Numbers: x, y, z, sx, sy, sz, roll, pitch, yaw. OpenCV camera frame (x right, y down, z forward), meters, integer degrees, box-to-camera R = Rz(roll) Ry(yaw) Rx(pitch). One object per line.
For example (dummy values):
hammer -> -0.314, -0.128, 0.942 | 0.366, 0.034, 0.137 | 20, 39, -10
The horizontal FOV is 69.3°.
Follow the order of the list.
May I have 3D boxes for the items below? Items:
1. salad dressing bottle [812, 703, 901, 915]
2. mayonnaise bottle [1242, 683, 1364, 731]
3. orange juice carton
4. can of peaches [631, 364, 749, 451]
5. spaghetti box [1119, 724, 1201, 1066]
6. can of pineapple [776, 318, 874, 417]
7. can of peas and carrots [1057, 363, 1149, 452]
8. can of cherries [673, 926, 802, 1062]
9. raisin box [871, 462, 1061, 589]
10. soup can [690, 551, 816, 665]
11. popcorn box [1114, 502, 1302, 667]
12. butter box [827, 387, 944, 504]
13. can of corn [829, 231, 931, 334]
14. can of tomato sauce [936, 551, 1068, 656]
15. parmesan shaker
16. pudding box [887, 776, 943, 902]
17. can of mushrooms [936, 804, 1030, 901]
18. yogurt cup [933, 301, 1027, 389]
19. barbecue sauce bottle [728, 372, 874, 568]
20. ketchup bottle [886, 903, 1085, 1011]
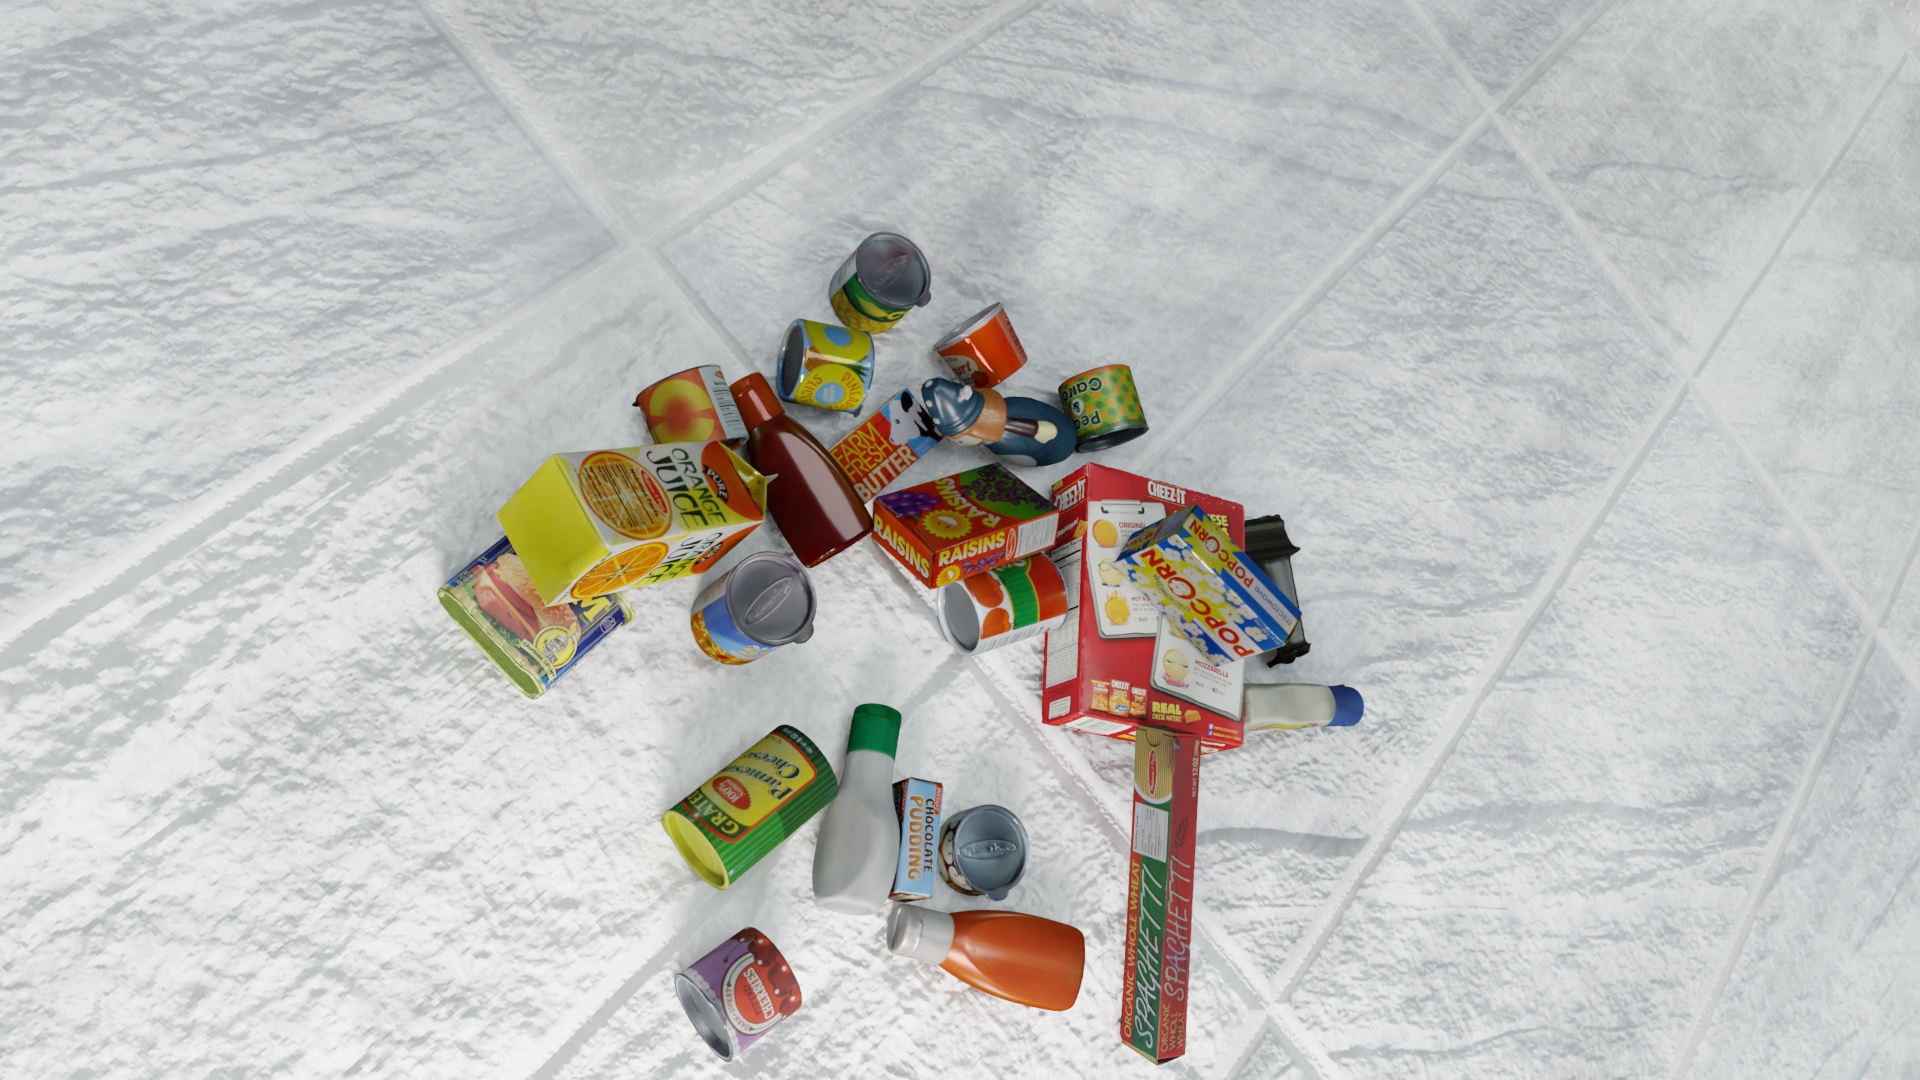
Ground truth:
salad dressing bottle -> -0.070, 0.191, 1.000 | 0.044, 0.064, 0.148 | 37, 50, -41
mayonnaise bottle -> 0.287, 0.145, 1.209 | 0.148, 0.064, 0.041 | 4, 76, -32
orange juice carton -> -0.205, -0.018, 0.939 | 0.193, 0.071, 0.073 | -13, 69, -58
can of peaches -> -0.197, -0.088, 1.015 | 0.071, 0.071, 0.058 | -22, 86, -32
spaghetti box -> 0.152, 0.268, 1.062 | 0.029, 0.050, 0.250 | 3, 90, -30
can of pineapple -> -0.105, -0.134, 1.077 | 0.058, 0.070, 0.071 | 7, 71, -26
can of peas and carrots -> 0.121, -0.113, 1.195 | 0.071, 0.070, 0.059 | -10, 79, -31
can of cherries -> -0.145, 0.298, 0.915 | 0.058, 0.071, 0.071 | -29, 90, -33
raisin box -> 0.004, -0.014, 1.089 | 0.124, 0.039, 0.086 | -18, 41, -31
soup can -> -0.146, 0.052, 0.986 | 0.071, 0.083, 0.071 | 9, 71, -26
popcorn box -> 0.194, 0.038, 1.092 | 0.126, 0.085, 0.038 | 45, 58, -9
butter box -> -0.064, -0.072, 1.105 | 0.053, 0.024, 0.104 | 50, 58, -6
can of corn -> -0.064, -0.206, 1.128 | 0.071, 0.058, 0.071 | 9, 70, -26
can of tomato sauce -> 0.032, 0.048, 1.095 | 0.083, 0.071, 0.071 | -15, 82, -31
parmesan shaker -> -0.145, 0.180, 0.958 | 0.103, 0.071, 0.071 | -37, 94, -33
pudding box -> -0.038, 0.219, 1.012 | 0.030, 0.049, 0.084 | 15, 68, -23
can of mushrooms -> 0.016, 0.236, 1.046 | 0.071, 0.033, 0.071 | 9, 70, -27
yogurt cup -> 0.020, -0.158, 1.157 | 0.073, 0.072, 0.054 | -43, 105, -32
barbecue sauce bottle -> -0.128, -0.056, 1.050 | 0.065, 0.043, 0.148 | -32, 89, -2
ketchup bottle -> 0.019, 0.301, 1.021 | 0.149, 0.043, 0.065 | 20, 66, -22
